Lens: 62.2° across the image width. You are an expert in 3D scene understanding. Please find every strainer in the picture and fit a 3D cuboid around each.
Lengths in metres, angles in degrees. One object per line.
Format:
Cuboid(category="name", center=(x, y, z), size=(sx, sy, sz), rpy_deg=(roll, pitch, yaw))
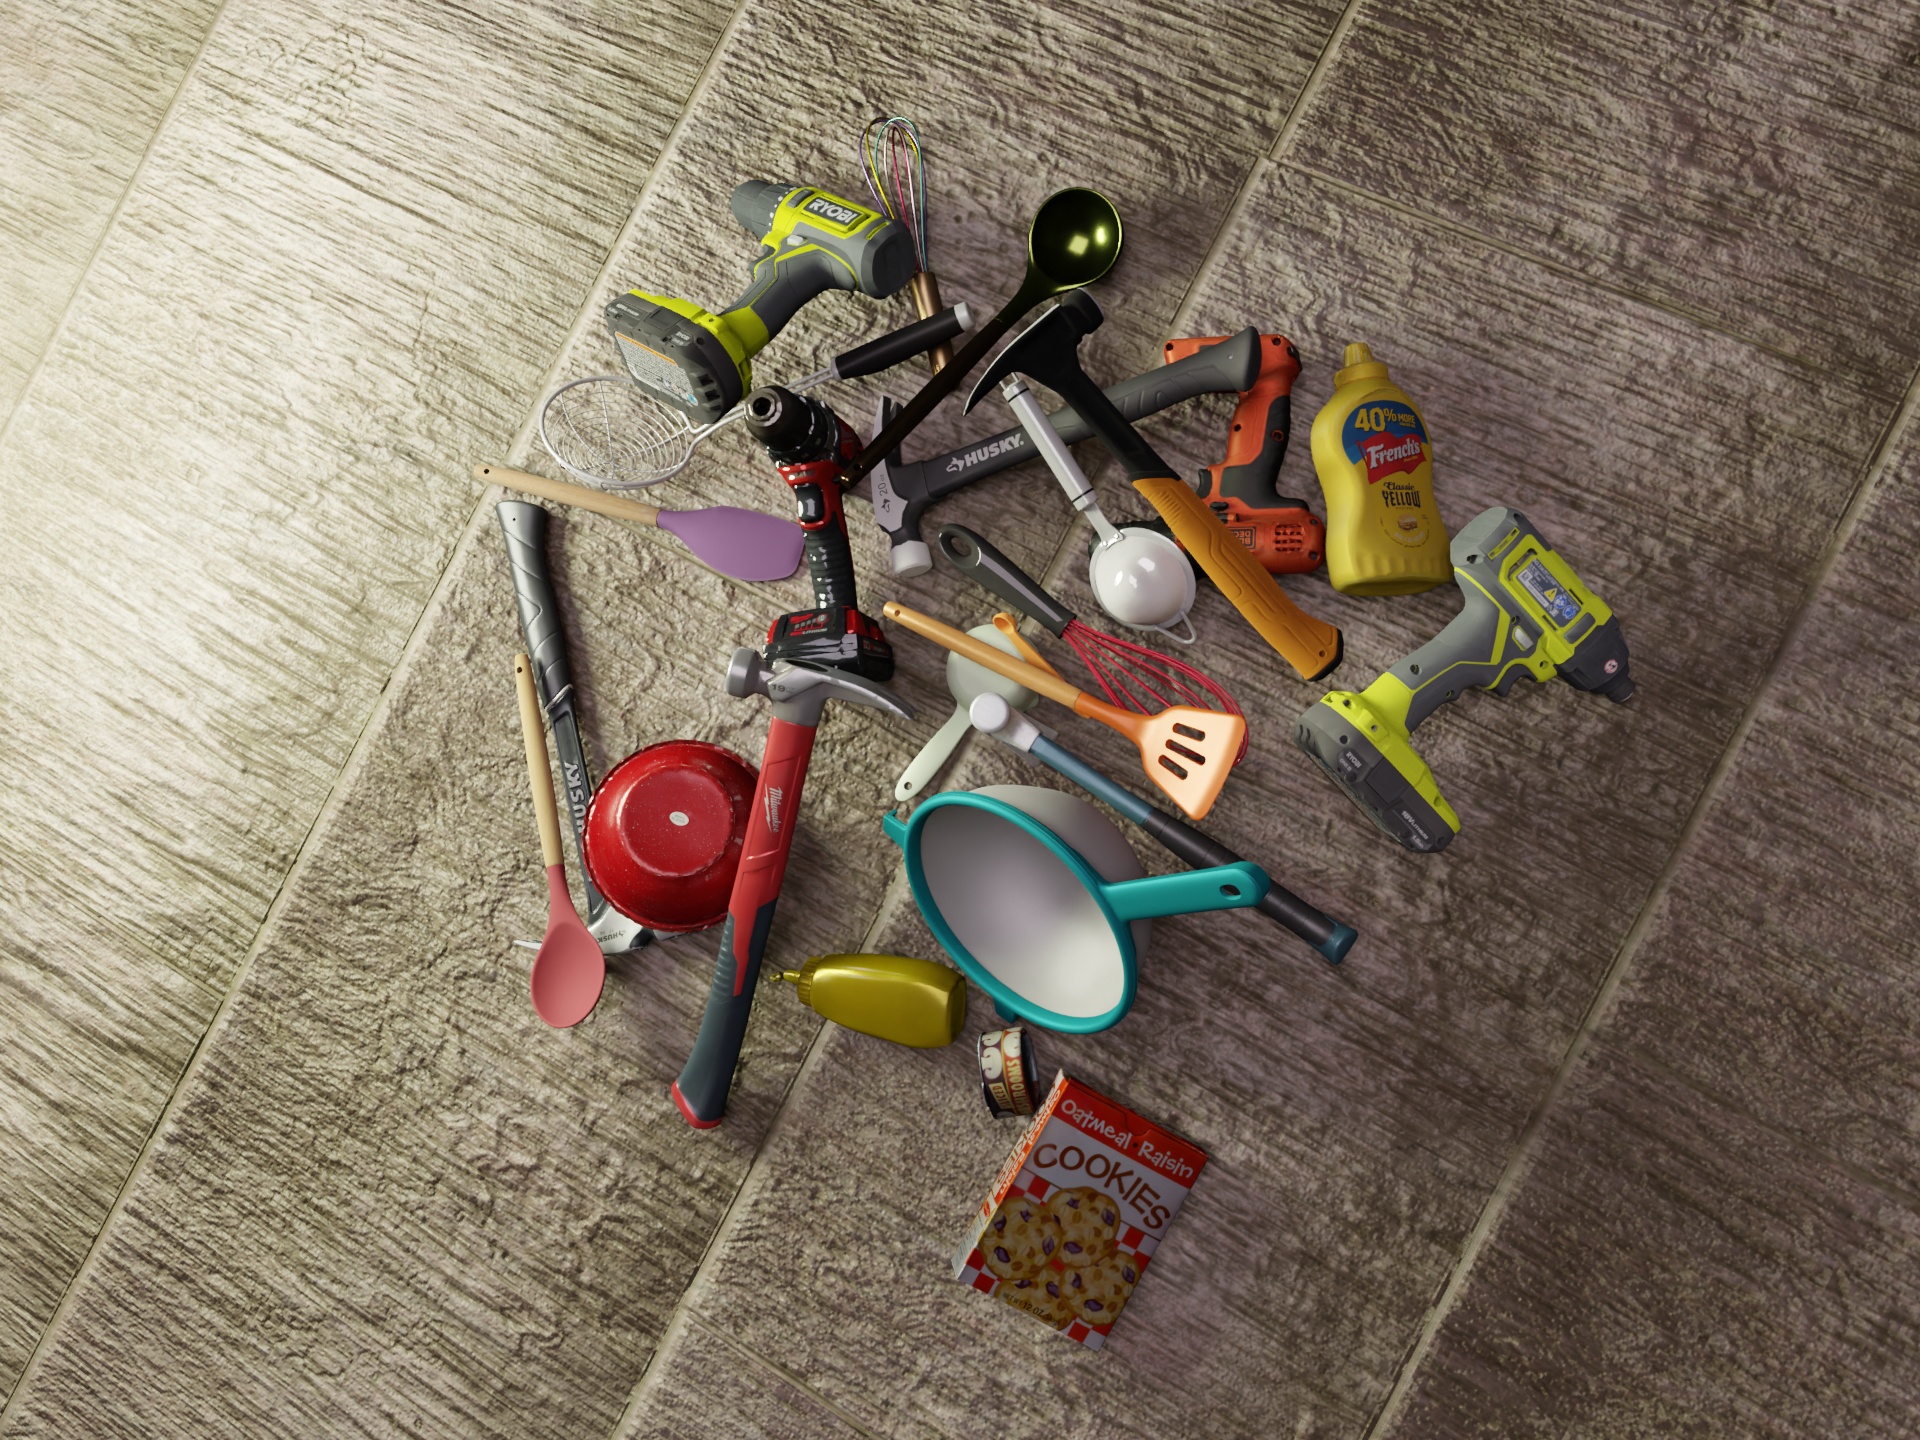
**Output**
Cuboid(category="strainer", center=(0.103, 0.109, 1.121), size=(0.340, 0.095, 0.211), rpy_deg=(-16, 108, 51))
Cuboid(category="strainer", center=(0.097, -0.159, 1.207), size=(0.087, 0.050, 0.258), rpy_deg=(-31, 92, 39))

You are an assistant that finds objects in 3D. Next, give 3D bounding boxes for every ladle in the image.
Cuboid(category="ladle", center=(0.015, -0.299, 1.249), size=(0.078, 0.062, 0.320), rpy_deg=(39, 73, 9))
Cuboid(category="ladle", center=(-0.339, 0.095, 1.307), size=(0.069, 0.031, 0.315), rpy_deg=(-15, 77, 13))

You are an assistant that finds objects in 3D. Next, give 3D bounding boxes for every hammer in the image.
Cuboid(category="hammer", center=(-0.341, 0.003, 1.352), size=(0.149, 0.036, 0.409), rpy_deg=(-17, 78, 12))
Cuboid(category="hammer", center=(0.076, -0.233, 1.246), size=(0.335, 0.035, 0.146), rpy_deg=(-18, 78, 24))
Cuboid(category="hammer", center=(0.152, 0.080, 1.190), size=(0.331, 0.128, 0.033), rpy_deg=(34, 91, 6))
Cuboid(category="hammer", center=(0.154, -0.155, 1.171), size=(0.127, 0.034, 0.337), rpy_deg=(-43, 90, -7))
Cuboid(category="hammer", center=(-0.145, 0.144, 1.227), size=(0.143, 0.038, 0.386), rpy_deg=(15, 105, 2))

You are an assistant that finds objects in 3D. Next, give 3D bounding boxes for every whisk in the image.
Cuboid(category="whisk", center=(0.098, -0.060, 1.226), size=(0.296, 0.073, 0.073), rpy_deg=(38, 93, 10))
Cuboid(category="whisk", center=(-0.033, -0.392, 1.328), size=(0.051, 0.047, 0.245), rpy_deg=(-16, 83, 23))

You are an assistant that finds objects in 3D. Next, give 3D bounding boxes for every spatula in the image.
Cuboid(category="spatula", center=(0.067, -0.026, 1.199), size=(0.323, 0.041, 0.081), rpy_deg=(27, 96, 26))
Cuboid(category="spatula", center=(-0.281, -0.178, 1.369), size=(0.316, 0.018, 0.060), rpy_deg=(16, 85, 14))

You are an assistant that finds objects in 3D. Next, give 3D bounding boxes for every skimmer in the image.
Cuboid(category="skimmer", center=(-0.168, -0.284, 1.306), size=(0.363, 0.090, 0.127), rpy_deg=(-19, 54, 15))

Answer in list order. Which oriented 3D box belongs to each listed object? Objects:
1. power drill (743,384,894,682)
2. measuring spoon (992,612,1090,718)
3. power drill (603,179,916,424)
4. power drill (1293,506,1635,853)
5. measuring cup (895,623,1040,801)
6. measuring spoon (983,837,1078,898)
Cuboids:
Cuboid(category="power drill", center=(-0.117, -0.144, 1.241), size=(0.080, 0.188, 0.227), rpy_deg=(-7, 85, 12))
Cuboid(category="measuring spoon", center=(0.066, -0.043, 1.239), size=(0.116, 0.021, 0.011), rpy_deg=(46, 61, -22))
Cuboid(category="power drill", center=(-0.174, -0.356, 1.296), size=(0.191, 0.080, 0.228), rpy_deg=(31, 65, 32))
Cuboid(category="power drill", center=(0.368, -0.018, 1.147), size=(0.223, 0.080, 0.171), rpy_deg=(-45, 102, 3))
Cuboid(category="measuring cup", center=(-0.002, -0.004, 1.266), size=(0.083, 0.038, 0.167), rpy_deg=(38, 90, 15))
Cuboid(category="measuring spoon", center=(0.067, 0.117, 1.243), size=(0.129, 0.021, 0.042), rpy_deg=(25, 89, 17))
